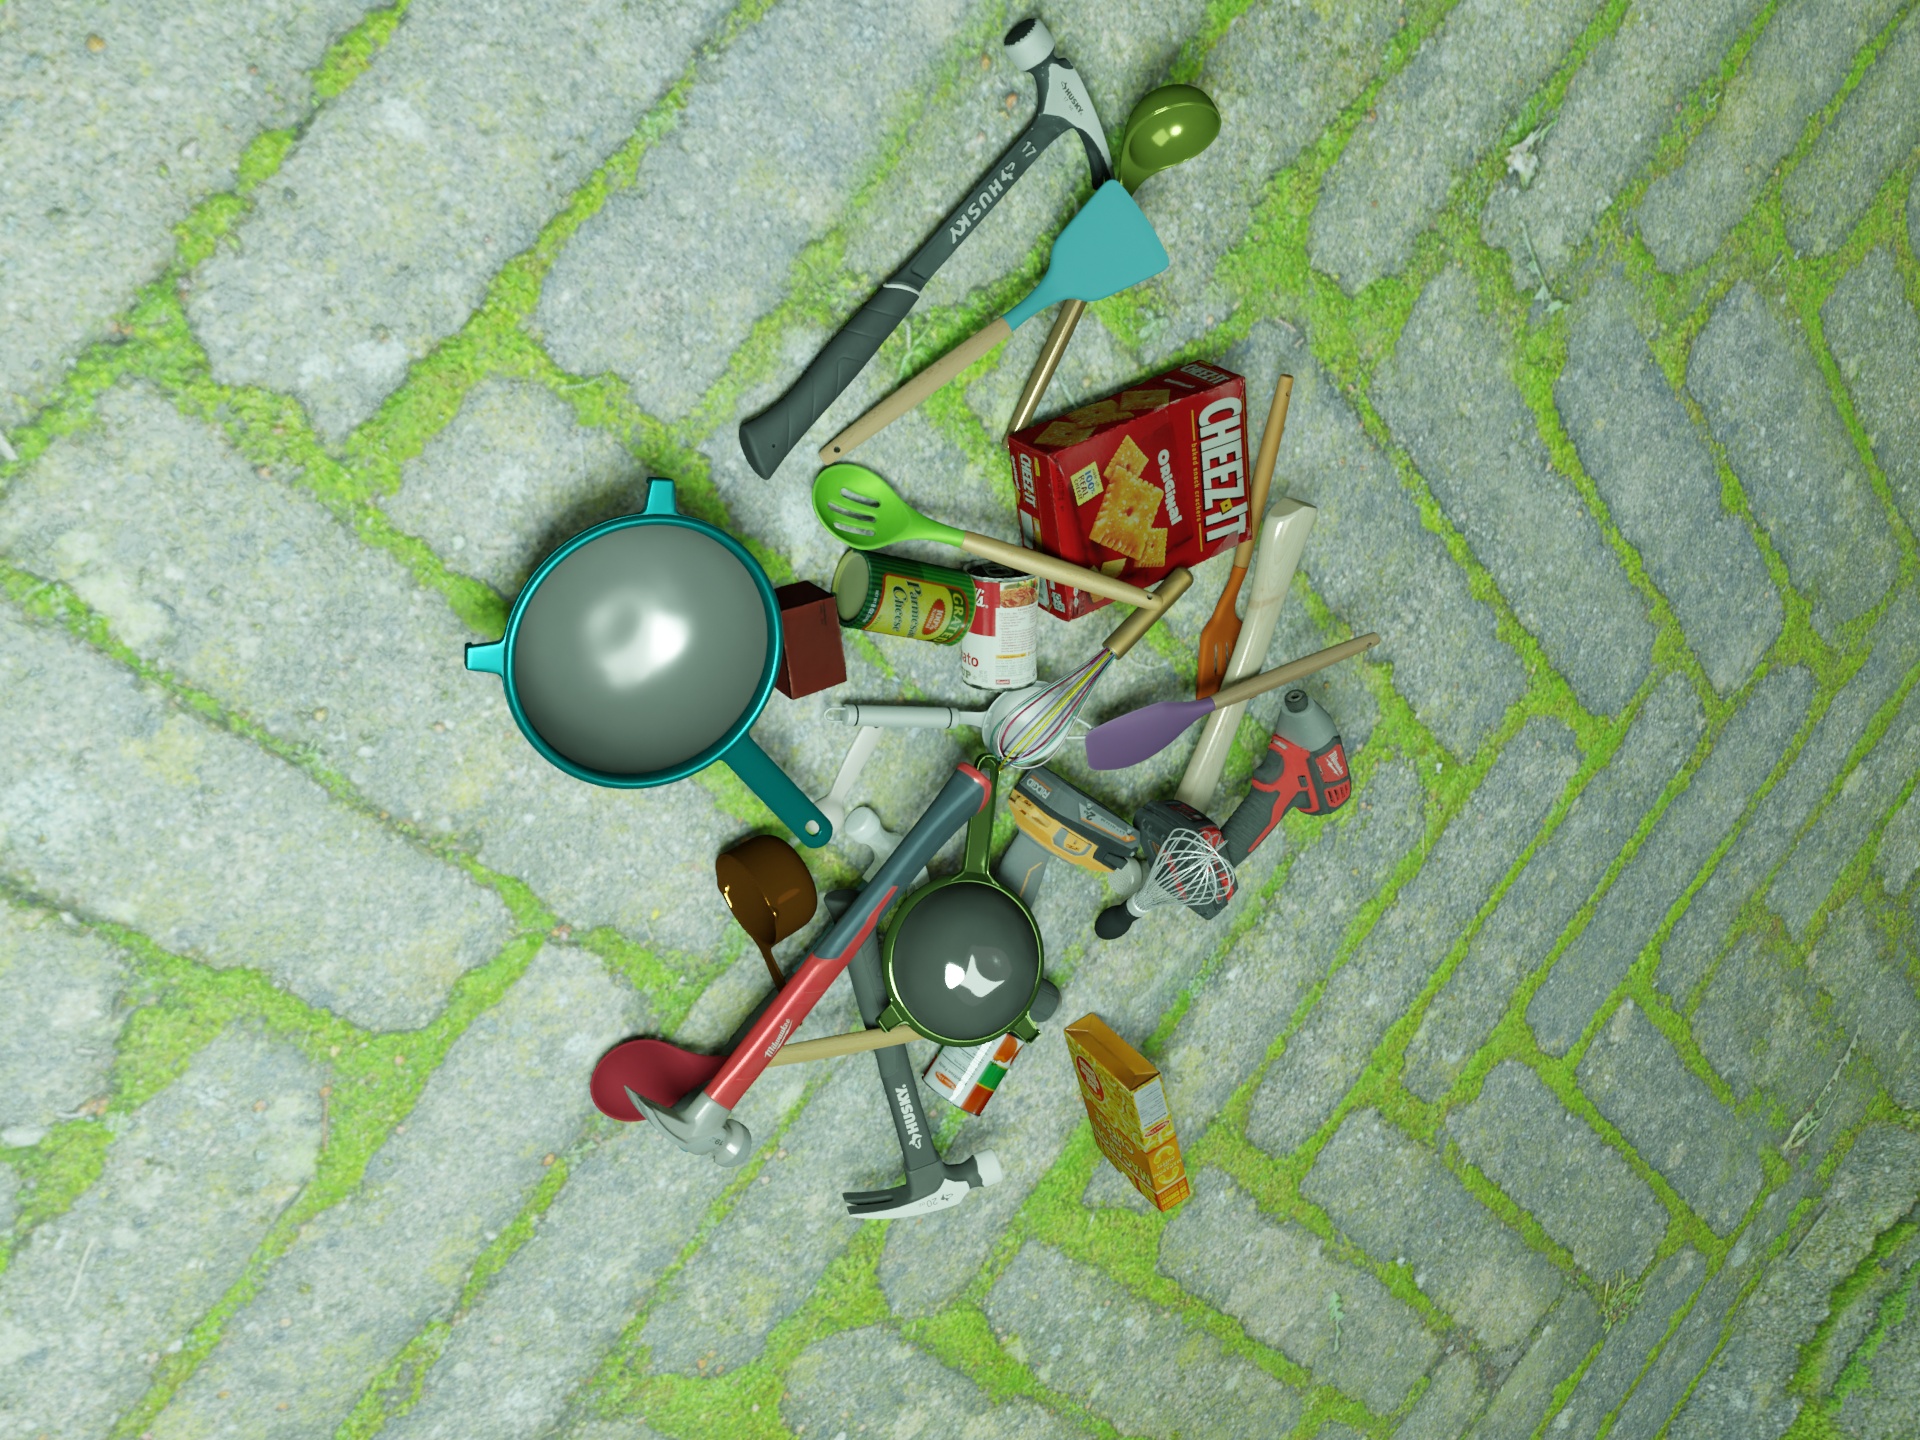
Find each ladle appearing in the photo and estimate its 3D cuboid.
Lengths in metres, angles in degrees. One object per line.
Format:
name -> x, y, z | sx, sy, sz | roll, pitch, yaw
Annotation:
ladle -> 0.114, -0.363, 1.301 | 0.078, 0.062, 0.320 | 6, 116, -48
ladle -> -0.156, 0.286, 1.359 | 0.315, 0.031, 0.069 | -8, 97, -11

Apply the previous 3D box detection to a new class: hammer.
hammer -> 0.266, -0.013, 1.531 | 0.146, 0.038, 0.410 | 4, 113, -34
hammer -> -0.067, 0.299, 1.416 | 0.146, 0.035, 0.334 | -18, 112, -10
hammer -> -0.111, 0.185, 1.299 | 0.386, 0.038, 0.143 | -52, 140, -9
hammer -> -0.031, -0.351, 1.256 | 0.409, 0.036, 0.149 | -50, 126, -6
hammer -> -0.148, 0.237, 1.398 | 0.331, 0.033, 0.128 | -50, 124, -6

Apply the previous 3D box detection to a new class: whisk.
whisk -> 0.176, 0.158, 1.457 | 0.070, 0.284, 0.070 | 6, 68, -14
whisk -> 0.115, -0.045, 1.393 | 0.245, 0.051, 0.047 | -46, 143, -8

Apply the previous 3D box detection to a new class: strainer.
strainer -> -0.002, -0.004, 1.393 | 0.258, 0.050, 0.086 | 1, 121, -29
strainer -> -0.214, -0.022, 1.226 | 0.211, 0.095, 0.340 | -44, 127, -7
strainer -> 0.019, 0.154, 1.362 | 0.151, 0.069, 0.256 | 9, 83, -20

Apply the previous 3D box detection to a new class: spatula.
spatula -> 0.017, -0.303, 1.266 | 0.317, 0.044, 0.082 | -37, 103, -2
spatula -> 0.257, -0.023, 1.483 | 0.316, 0.018, 0.059 | -22, 126, -14
spatula -> 0.274, -0.164, 1.490 | 0.081, 0.041, 0.322 | -9, 123, -29

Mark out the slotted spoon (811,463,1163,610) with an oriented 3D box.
slotted spoon -> 0.024, -0.140, 1.312 | 0.313, 0.031, 0.070 | 16, 70, -15

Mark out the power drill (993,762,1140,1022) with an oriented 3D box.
power drill -> 0.072, 0.174, 1.486 | 0.185, 0.084, 0.226 | 32, 93, -36

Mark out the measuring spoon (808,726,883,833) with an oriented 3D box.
measuring spoon -> -0.092, 0.045, 1.371 | 0.034, 0.018, 0.124 | 27, 91, -36

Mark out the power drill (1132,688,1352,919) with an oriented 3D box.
power drill -> 0.277, 0.073, 1.516 | 0.219, 0.079, 0.143 | -37, 130, -15

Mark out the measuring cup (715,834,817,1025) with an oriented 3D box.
measuring cup -> -0.146, 0.175, 1.337 | 0.052, 0.095, 0.173 | -32, 117, -29
